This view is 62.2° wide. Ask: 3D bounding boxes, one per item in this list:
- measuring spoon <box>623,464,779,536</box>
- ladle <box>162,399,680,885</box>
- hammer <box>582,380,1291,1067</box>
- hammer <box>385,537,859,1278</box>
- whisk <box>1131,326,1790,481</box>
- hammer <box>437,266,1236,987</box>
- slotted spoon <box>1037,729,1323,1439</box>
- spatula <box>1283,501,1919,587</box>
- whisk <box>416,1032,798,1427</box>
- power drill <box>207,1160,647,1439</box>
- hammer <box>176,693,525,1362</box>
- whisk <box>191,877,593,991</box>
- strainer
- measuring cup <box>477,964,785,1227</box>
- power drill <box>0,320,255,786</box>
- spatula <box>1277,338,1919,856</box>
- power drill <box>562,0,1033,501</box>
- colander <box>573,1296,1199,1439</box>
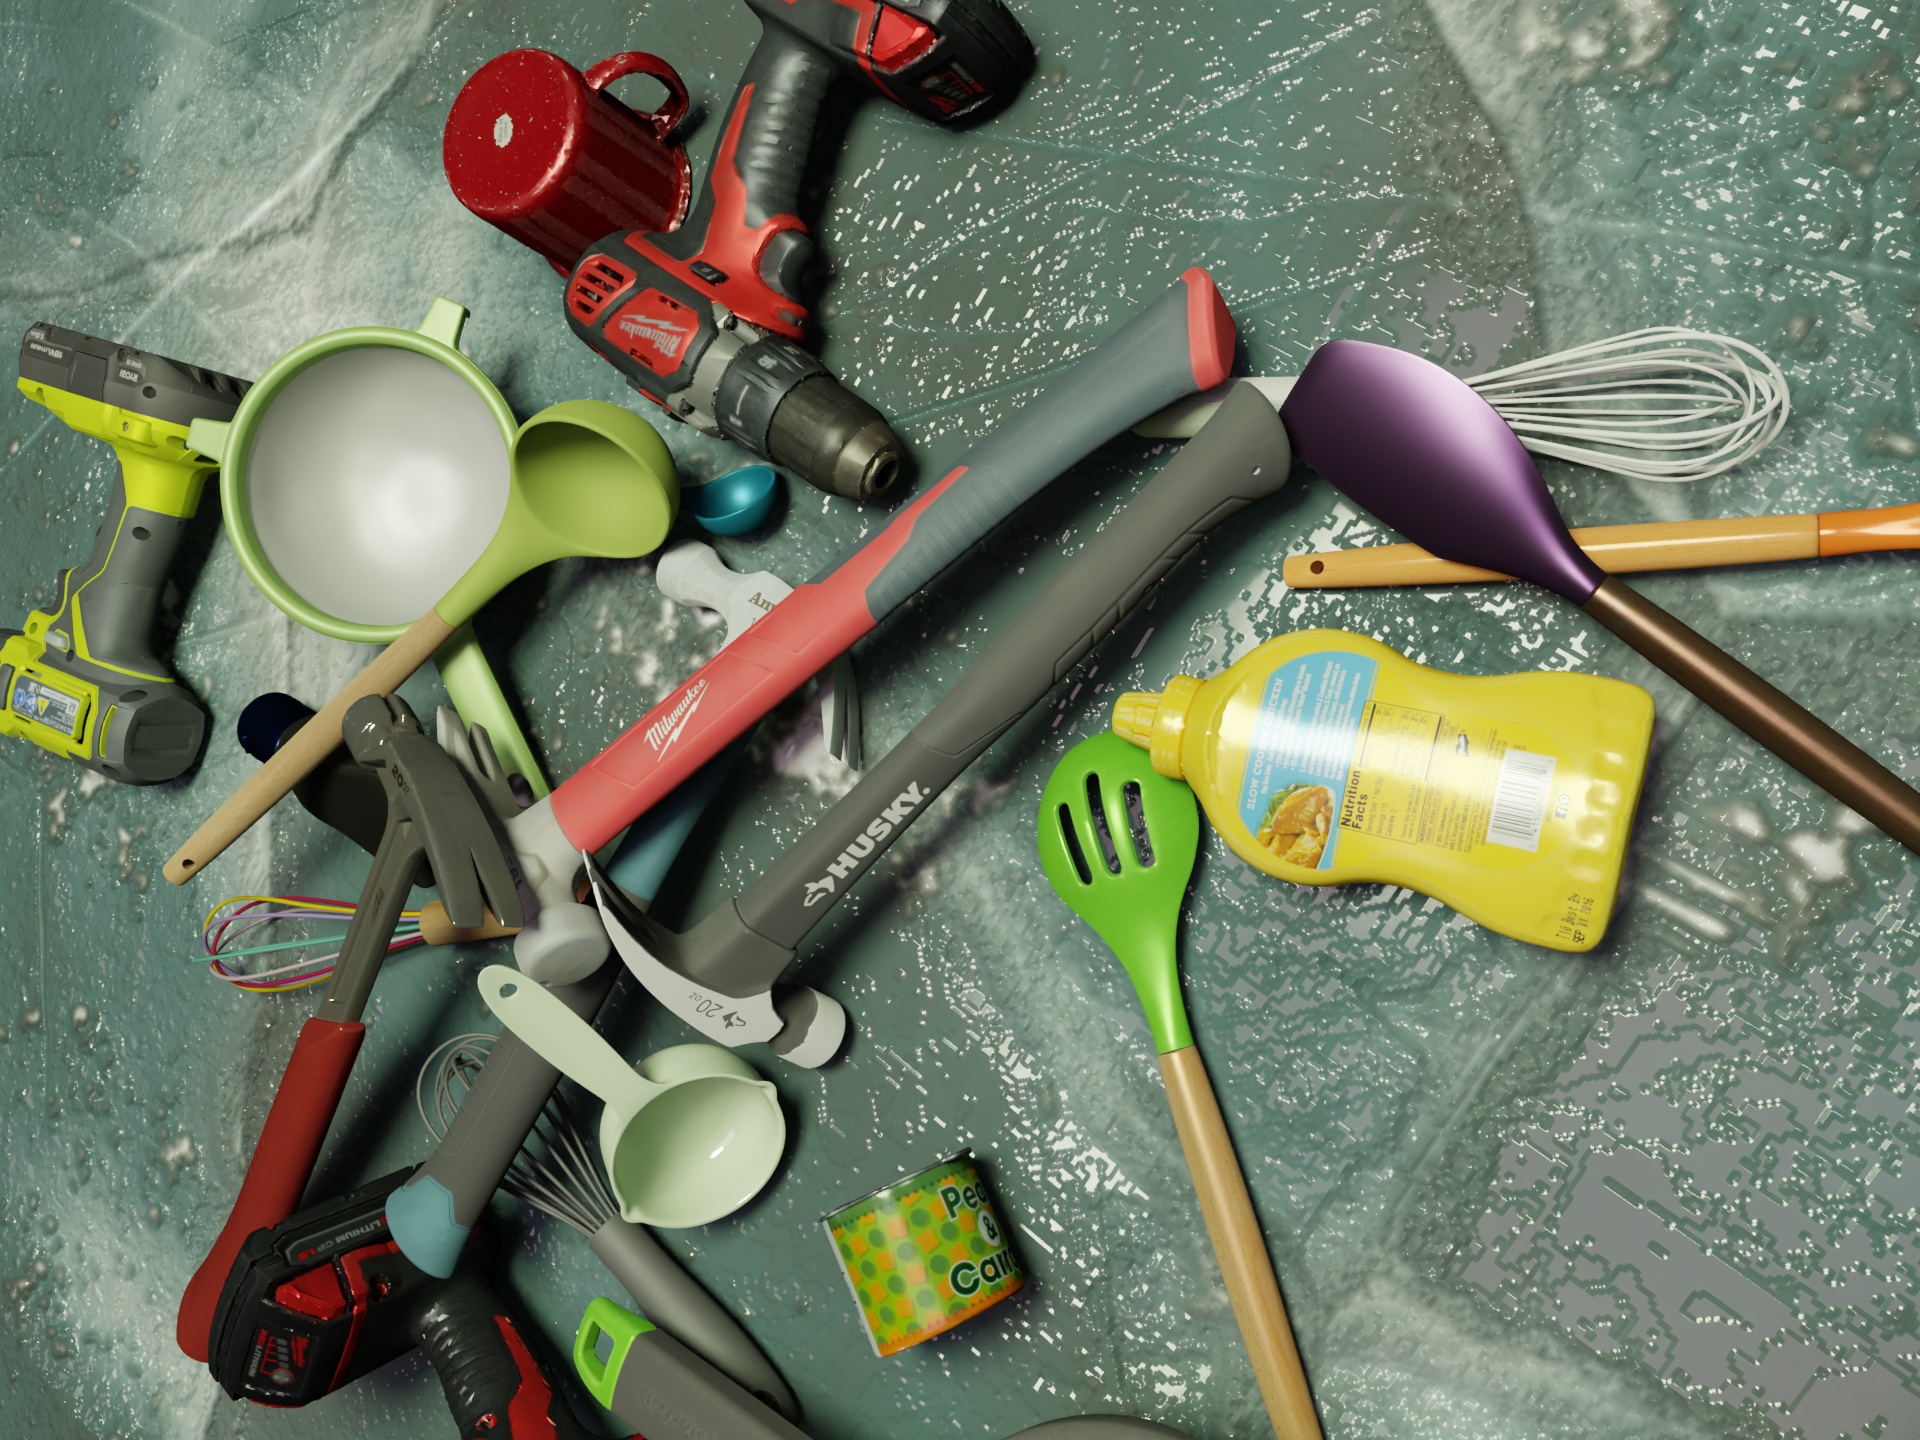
[{"bbox_3d":[-0.137,-0.096,0.751,0.129,0.021,0.042,-1,43,32],"label":"measuring spoon"},{"bbox_3d":[-0.254,-0.026,0.723,0.320,0.062,0.078,-41,112,8],"label":"ladle"},{"bbox_3d":[-0.001,-0.002,0.622,0.335,0.146,0.035,-45,40,9],"label":"hammer"},{"bbox_3d":[-0.154,0.085,0.698,0.128,0.033,0.331,27,84,24],"label":"hammer"},{"bbox_3d":[0.175,-0.119,0.601,0.246,0.059,0.058,6,48,28],"label":"whisk"},{"bbox_3d":[-0.056,-0.059,0.656,0.386,0.038,0.143,-38,58,9],"label":"hammer"},{"bbox_3d":[0.094,0.153,0.617,0.070,0.031,0.314,-21,77,22],"label":"slotted spoon"},{"bbox_3d":[0.276,-0.061,0.563,0.323,0.041,0.081,-1,84,28],"label":"spatula"},{"bbox_3d":[-0.158,0.230,0.709,0.239,0.055,0.055,41,101,18],"label":"whisk"},{"bbox_3d":[-0.213,0.300,0.672,0.220,0.143,0.078,36,116,25],"label":"power drill"},{"bbox_3d":[-0.292,0.172,0.725,0.149,0.036,0.359,48,120,39],"label":"hammer"},{"bbox_3d":[-0.278,0.099,0.779,0.245,0.051,0.047,-10,75,20],"label":"whisk"},{"bbox_3d":[-0.253,-0.065,0.783,0.151,0.069,0.256,-25,92,5],"label":"strainer"},{"bbox_3d":[-0.141,0.145,0.659,0.083,0.167,0.038,-42,31,-5],"label":"measuring cup"},{"bbox_3d":[-0.473,-0.094,0.869,0.171,0.080,0.223,18,95,24],"label":"power drill"},{"bbox_3d":[0.244,-0.031,0.553,0.316,0.018,0.059,41,126,14],"label":"spatula"},{"bbox_3d":[-0.060,-0.223,0.701,0.188,0.080,0.226,36,102,23],"label":"power drill"},{"bbox_3d":[0.012,0.322,0.603,0.397,0.094,0.204,20,92,33],"label":"colander"}]
